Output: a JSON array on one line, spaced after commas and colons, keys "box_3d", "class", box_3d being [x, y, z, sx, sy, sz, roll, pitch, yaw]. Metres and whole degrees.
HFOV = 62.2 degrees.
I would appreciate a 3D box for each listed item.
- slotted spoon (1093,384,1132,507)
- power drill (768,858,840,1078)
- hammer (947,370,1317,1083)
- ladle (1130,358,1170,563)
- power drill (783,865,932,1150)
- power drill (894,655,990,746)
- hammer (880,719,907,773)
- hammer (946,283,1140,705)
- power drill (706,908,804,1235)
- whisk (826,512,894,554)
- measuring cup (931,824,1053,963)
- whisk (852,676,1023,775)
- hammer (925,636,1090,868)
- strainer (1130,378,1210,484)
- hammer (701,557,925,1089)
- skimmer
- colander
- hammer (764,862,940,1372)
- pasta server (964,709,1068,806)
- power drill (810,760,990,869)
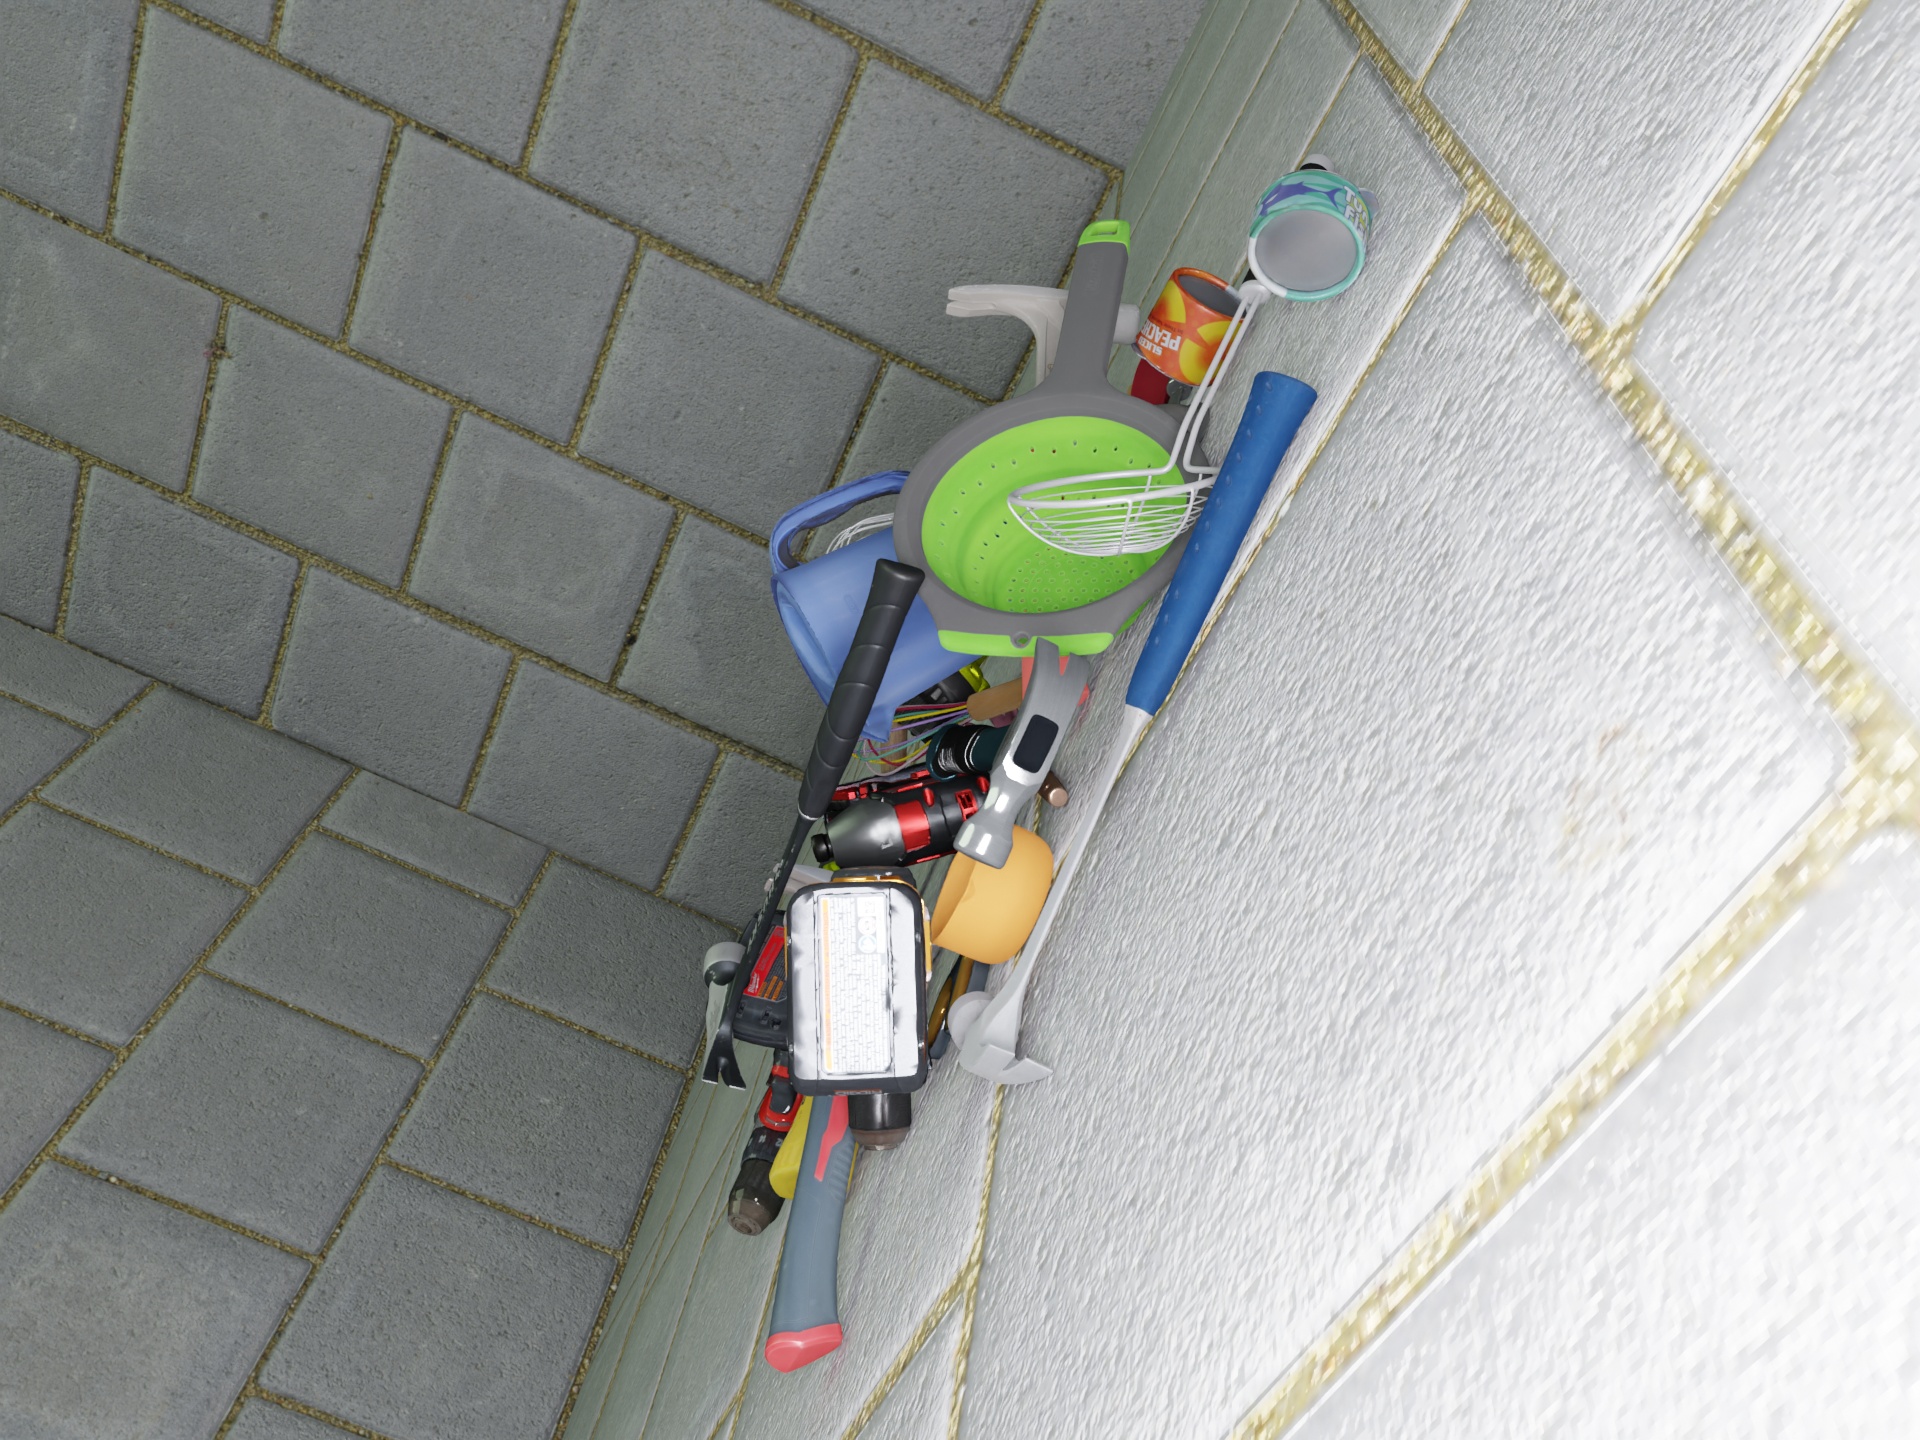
[{"box_3d": [0.137, -0.237, 1.338, 0.031, 0.070, 0.314, -16, 23, 17], "class": "slotted spoon"}, {"box_3d": [-0.131, 0.248, 1.565, 0.229, 0.080, 0.190, -84, 17, -62], "class": "power drill"}, {"box_3d": [0.093, 0.005, 0.845, 0.144, 0.035, 0.405, -159, 93, -84], "class": "hammer"}, {"box_3d": [0.144, -0.202, 1.208, 0.316, 0.031, 0.069, -77, 13, -51], "class": "ladle"}, {"box_3d": [-0.057, 0.181, 0.975, 0.226, 0.084, 0.185, 89, 179, -84], "class": "power drill"}, {"box_3d": [0.025, -0.087, 1.361, 0.223, 0.080, 0.171, -49, 1, -18], "class": "power drill"}, {"box_3d": [-0.061, 0.033, 1.437, 0.130, 0.031, 0.331, -132, 42, -83], "class": "hammer"}, {"box_3d": [0.056, -0.166, 1.161, 0.036, 0.149, 0.359, 100, 173, -65], "class": "hammer"}, {"box_3d": [-0.146, 0.285, 1.281, 0.188, 0.080, 0.226, -65, -19, -46], "class": "power drill"}, {"box_3d": [0.014, -0.180, 1.386, 0.284, 0.070, 0.070, -22, 7, -3], "class": "whisk"}, {"box_3d": [0.040, 0.068, 0.976, 0.173, 0.052, 0.095, -64, 7, 2], "class": "measuring cup"}, {"box_3d": [0.000, -0.003, 1.227, 0.245, 0.047, 0.051, -20, 21, 42], "class": "whisk"}, {"box_3d": [0.014, 0.019, 0.987, 0.128, 0.033, 0.331, -64, 7, -5], "class": "hammer"}, {"box_3d": [0.158, -0.243, 1.179, 0.087, 0.050, 0.259, -31, 25, 41], "class": "strainer"}, {"box_3d": [-0.105, 0.070, 1.050, 0.149, 0.036, 0.408, -97, 27, -57], "class": "hammer"}, {"box_3d": [0.148, -0.240, 0.975, 0.127, 0.090, 0.363, 6, 59, 42], "class": "skimmer"}, {"box_3d": [0.080, -0.180, 1.079, 0.094, 0.204, 0.397, 70, -153, -53], "class": "colander"}, {"box_3d": [-0.098, 0.255, 1.094, 0.387, 0.143, 0.038, -81, 16, -51], "class": "hammer"}, {"box_3d": [0.041, 0.025, 1.164, 0.060, 0.040, 0.316, -52, 9, 2], "class": "pasta server"}, {"box_3d": [-0.051, 0.081, 1.258, 0.219, 0.143, 0.078, 165, 90, -82], "class": "power drill"}]
